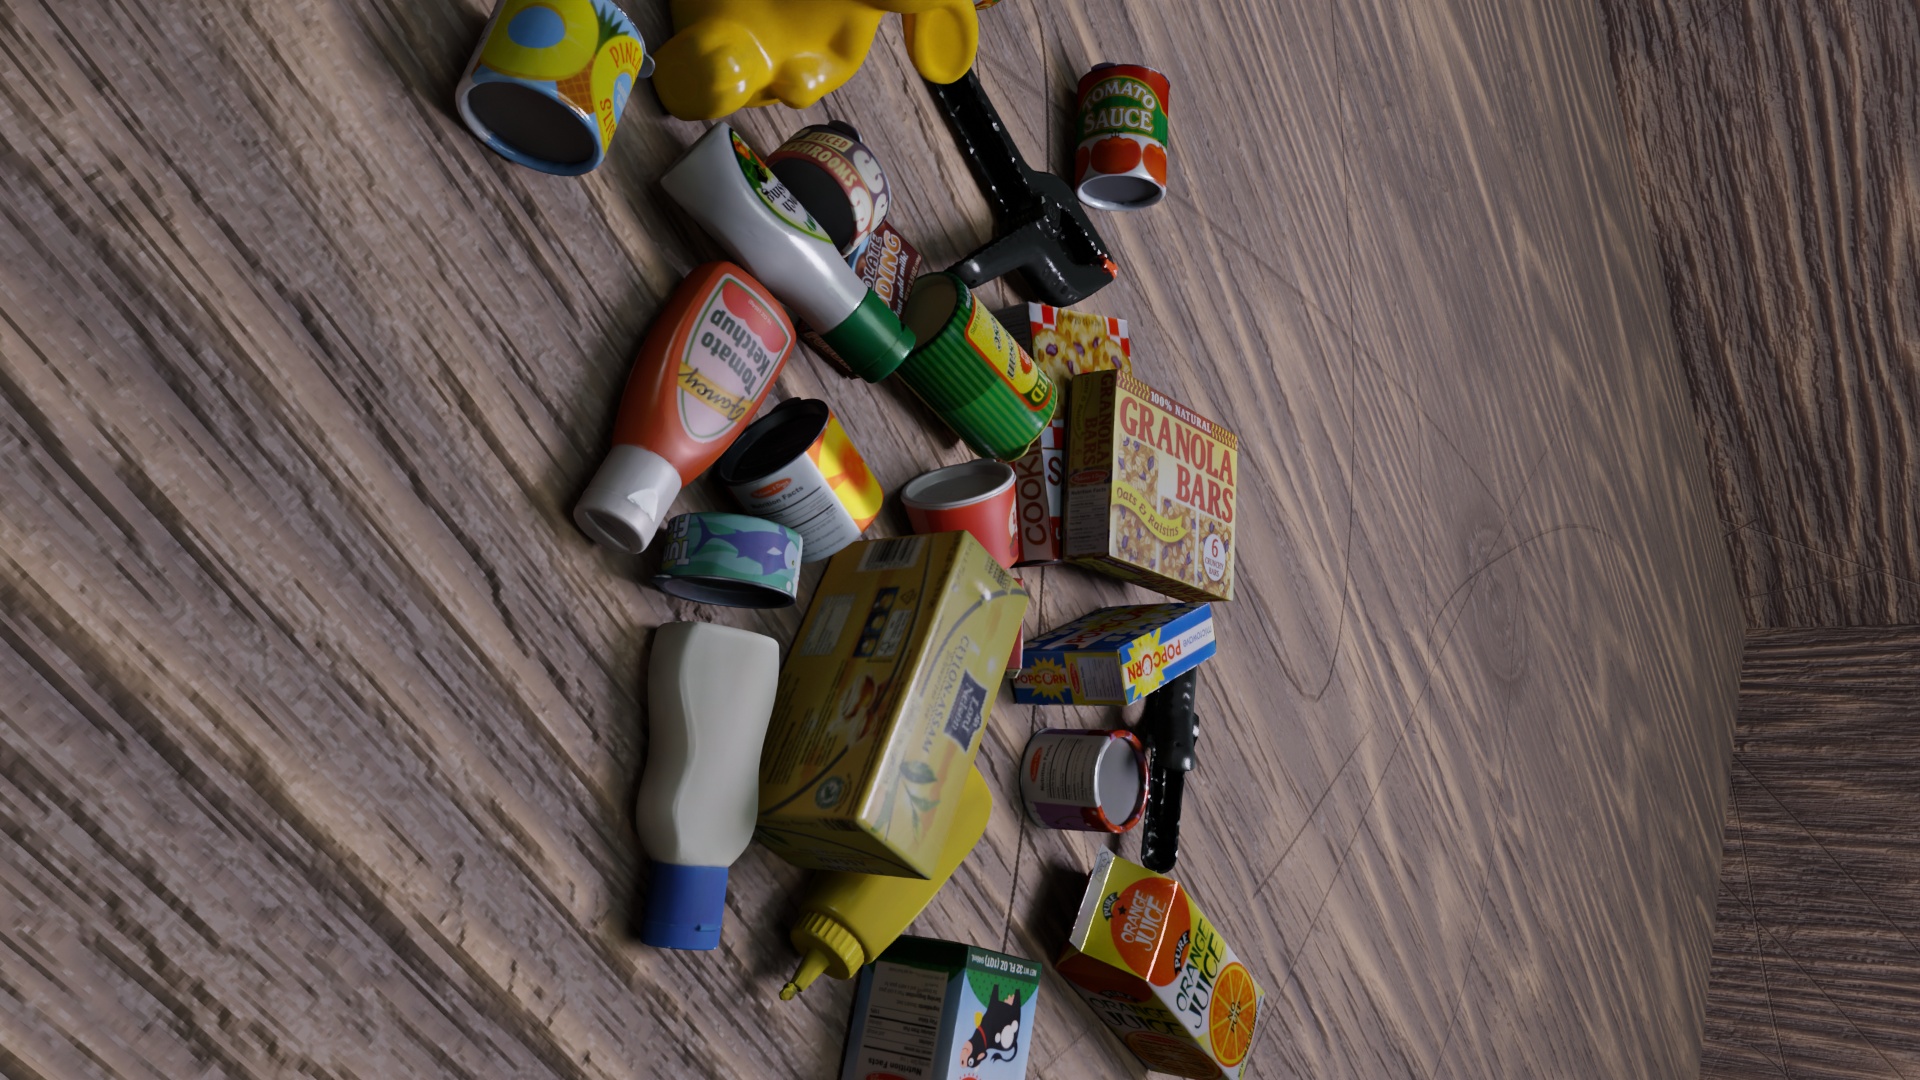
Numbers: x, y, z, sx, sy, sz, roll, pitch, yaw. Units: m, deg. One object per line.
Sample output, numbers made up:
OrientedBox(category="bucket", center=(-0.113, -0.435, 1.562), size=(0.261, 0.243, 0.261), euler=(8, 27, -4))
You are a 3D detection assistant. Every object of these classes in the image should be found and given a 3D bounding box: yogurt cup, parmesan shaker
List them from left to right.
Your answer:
OrientedBox(category="parmesan shaker", center=(0.003, -0.101, 0.822), size=(0.103, 0.071, 0.071), euler=(42, 54, -41))
OrientedBox(category="yogurt cup", center=(0.003, -0.010, 0.817), size=(0.073, 0.072, 0.053), euler=(-36, 122, -48))

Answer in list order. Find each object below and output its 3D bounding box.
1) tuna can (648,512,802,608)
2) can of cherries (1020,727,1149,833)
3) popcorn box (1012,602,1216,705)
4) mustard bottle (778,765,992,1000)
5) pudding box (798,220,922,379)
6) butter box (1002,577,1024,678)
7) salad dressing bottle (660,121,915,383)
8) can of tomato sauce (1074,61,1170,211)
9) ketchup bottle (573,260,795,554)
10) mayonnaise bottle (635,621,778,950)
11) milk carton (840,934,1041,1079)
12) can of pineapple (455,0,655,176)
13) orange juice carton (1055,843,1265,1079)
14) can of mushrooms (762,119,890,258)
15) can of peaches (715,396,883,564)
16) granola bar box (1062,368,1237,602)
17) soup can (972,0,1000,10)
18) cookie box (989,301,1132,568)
OrientedBox(category="tuna can", center=(-0.112, 0.010, 0.665), size=(0.071, 0.071, 0.033), euler=(23, 68, -49))
OrientedBox(category="can of cherries", center=(0.083, 0.155, 0.900), size=(0.071, 0.058, 0.071), euler=(9, 78, -51))
OrientedBox(category="popcorn box", center=(0.102, 0.073, 0.914), size=(0.127, 0.085, 0.038), euler=(-18, 101, -52))
OrientedBox(category="mustard bottle", center=(-0.046, 0.180, 0.732), size=(0.161, 0.065, 0.048), euler=(-48, 117, -37))
OrientedBox(category="pudding box", center=(-0.056, -0.139, 0.783), size=(0.049, 0.030, 0.084), euler=(40, 56, -41))
OrientedBox(category="butter box", center=(0.024, 0.053, 0.822), size=(0.103, 0.024, 0.053), euler=(84, 8, -82))
OrientedBox(category="salad dressing bottle", center=(-0.084, -0.143, 0.707), size=(0.147, 0.044, 0.064), euler=(45, 15, -22))
OrientedBox(category="can of tomato sauce", center=(0.115, -0.287, 0.991), size=(0.071, 0.071, 0.083), euler=(15, 74, -50))
OrientedBox(category="ketchup bottle", center=(-0.134, -0.062, 0.664), size=(0.064, 0.043, 0.149), euler=(47, 52, -33))
OrientedBox(category="mayonnaise bottle", center=(-0.123, 0.115, 0.657), size=(0.065, 0.041, 0.148), euler=(20, 71, -48))
OrientedBox(category="milk carton", center=(-0.019, 0.313, 0.737), size=(0.072, 0.073, 0.191), euler=(33, 61, -46))
OrientedBox(category="can of pineapple", center=(-0.176, -0.201, 0.606), size=(0.071, 0.071, 0.058), euler=(37, 59, -44))
OrientedBox(category="orange juice carton", center=(0.127, 0.285, 0.929), size=(0.192, 0.073, 0.072), euler=(53, 48, -33))
OrientedBox(category="can of mushrooms", center=(-0.073, -0.185, 0.735), size=(0.034, 0.071, 0.070), euler=(-53, 126, -39))
OrientedBox(category="can of peaches", center=(-0.081, -0.031, 0.710), size=(0.058, 0.071, 0.071), euler=(57, 45, -31))
OrientedBox(category="granola bar box", center=(0.130, -0.032, 0.934), size=(0.165, 0.039, 0.124), euler=(19, 71, -50))
OrientedBox(category="soup can", center=(-0.011, -0.355, 0.840), size=(0.084, 0.071, 0.071), euler=(-20, 101, -52))
OrientedBox(category="cookie box", center=(0.072, -0.068, 0.932), size=(0.123, 0.040, 0.167), euler=(-2, 86, -53))
